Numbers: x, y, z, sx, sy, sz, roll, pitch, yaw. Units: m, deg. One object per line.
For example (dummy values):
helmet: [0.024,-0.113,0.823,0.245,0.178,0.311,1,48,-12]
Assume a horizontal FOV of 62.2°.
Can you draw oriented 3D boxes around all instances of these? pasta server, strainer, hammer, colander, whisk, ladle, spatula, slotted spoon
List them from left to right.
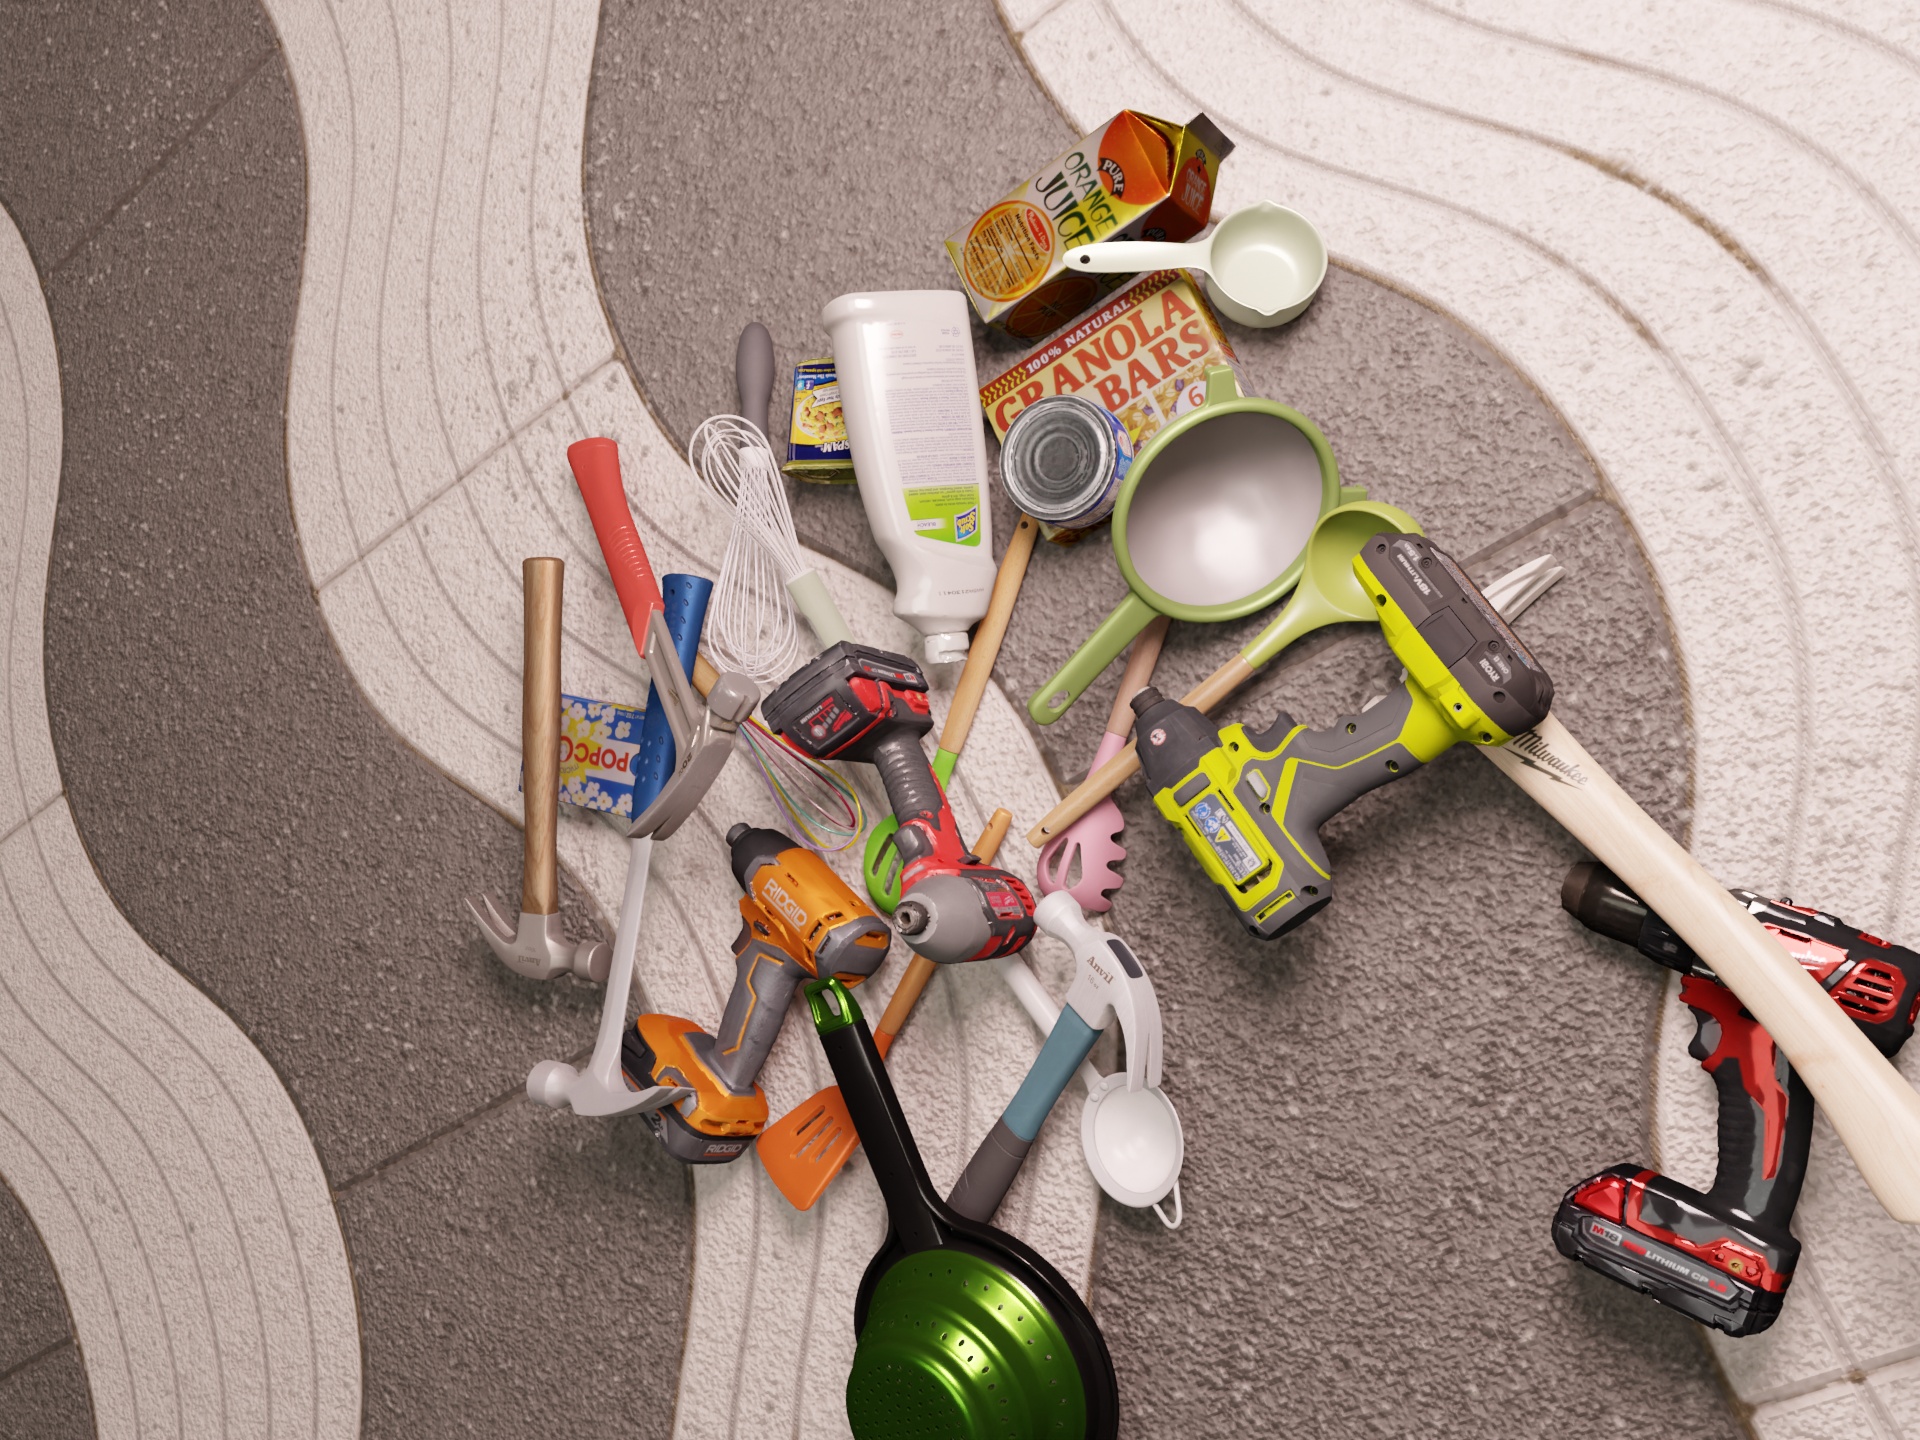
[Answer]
hammer: [-0.333,0.037,1.257,0.130,0.031,0.331,1,91,28]
hammer: [-0.244,-0.085,1.190,0.149,0.036,0.359,-52,46,28]
hammer: [-0.231,0.089,1.180,0.144,0.035,0.406,0,77,36]
whisk: [-0.158,-0.166,1.209,0.070,0.070,0.285,-5,81,27]
whisk: [-0.151,0.009,1.203,0.245,0.051,0.047,44,142,27]
whisk: [-0.122,-0.111,1.159,0.059,0.058,0.246,-29,94,6]
spatula: [-0.048,0.201,1.138,0.081,0.041,0.322,41,107,46]
colander: [-0.039,0.365,1.045,0.204,0.094,0.397,-27,84,35]
slotted spoon: [-0.002,-0.004,1.134,0.070,0.031,0.314,23,97,24]
hammer: [0.033,0.282,1.070,0.128,0.033,0.331,44,117,35]
strainer: [0.080,0.225,1.074,0.259,0.050,0.087,52,123,25]
pasta server: [0.117,-0.016,1.074,0.060,0.040,0.316,20,93,27]
strainer: [0.125,-0.104,1.026,0.256,0.151,0.069,-48,31,16]
ladle: [0.162,-0.020,1.013,0.320,0.062,0.078,-41,86,14]
hammer: [0.394,0.085,0.859,0.146,0.038,0.411,-47,53,17]

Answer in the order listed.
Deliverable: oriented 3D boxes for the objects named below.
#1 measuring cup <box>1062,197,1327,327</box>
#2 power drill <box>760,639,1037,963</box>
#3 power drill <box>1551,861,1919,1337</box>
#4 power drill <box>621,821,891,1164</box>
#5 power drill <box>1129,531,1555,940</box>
measuring cup: [0.150,-0.291,1.027,0.167,0.038,0.083,1,76,4]
power drill: [-0.038,0.061,1.054,0.078,0.143,0.220,-36,70,20]
power drill: [0.404,0.199,0.887,0.188,0.080,0.226,21,94,34]
power drill: [-0.165,0.194,1.178,0.164,0.084,0.226,41,102,35]
power drill: [0.214,-0.001,0.937,0.223,0.080,0.171,-42,68,22]
